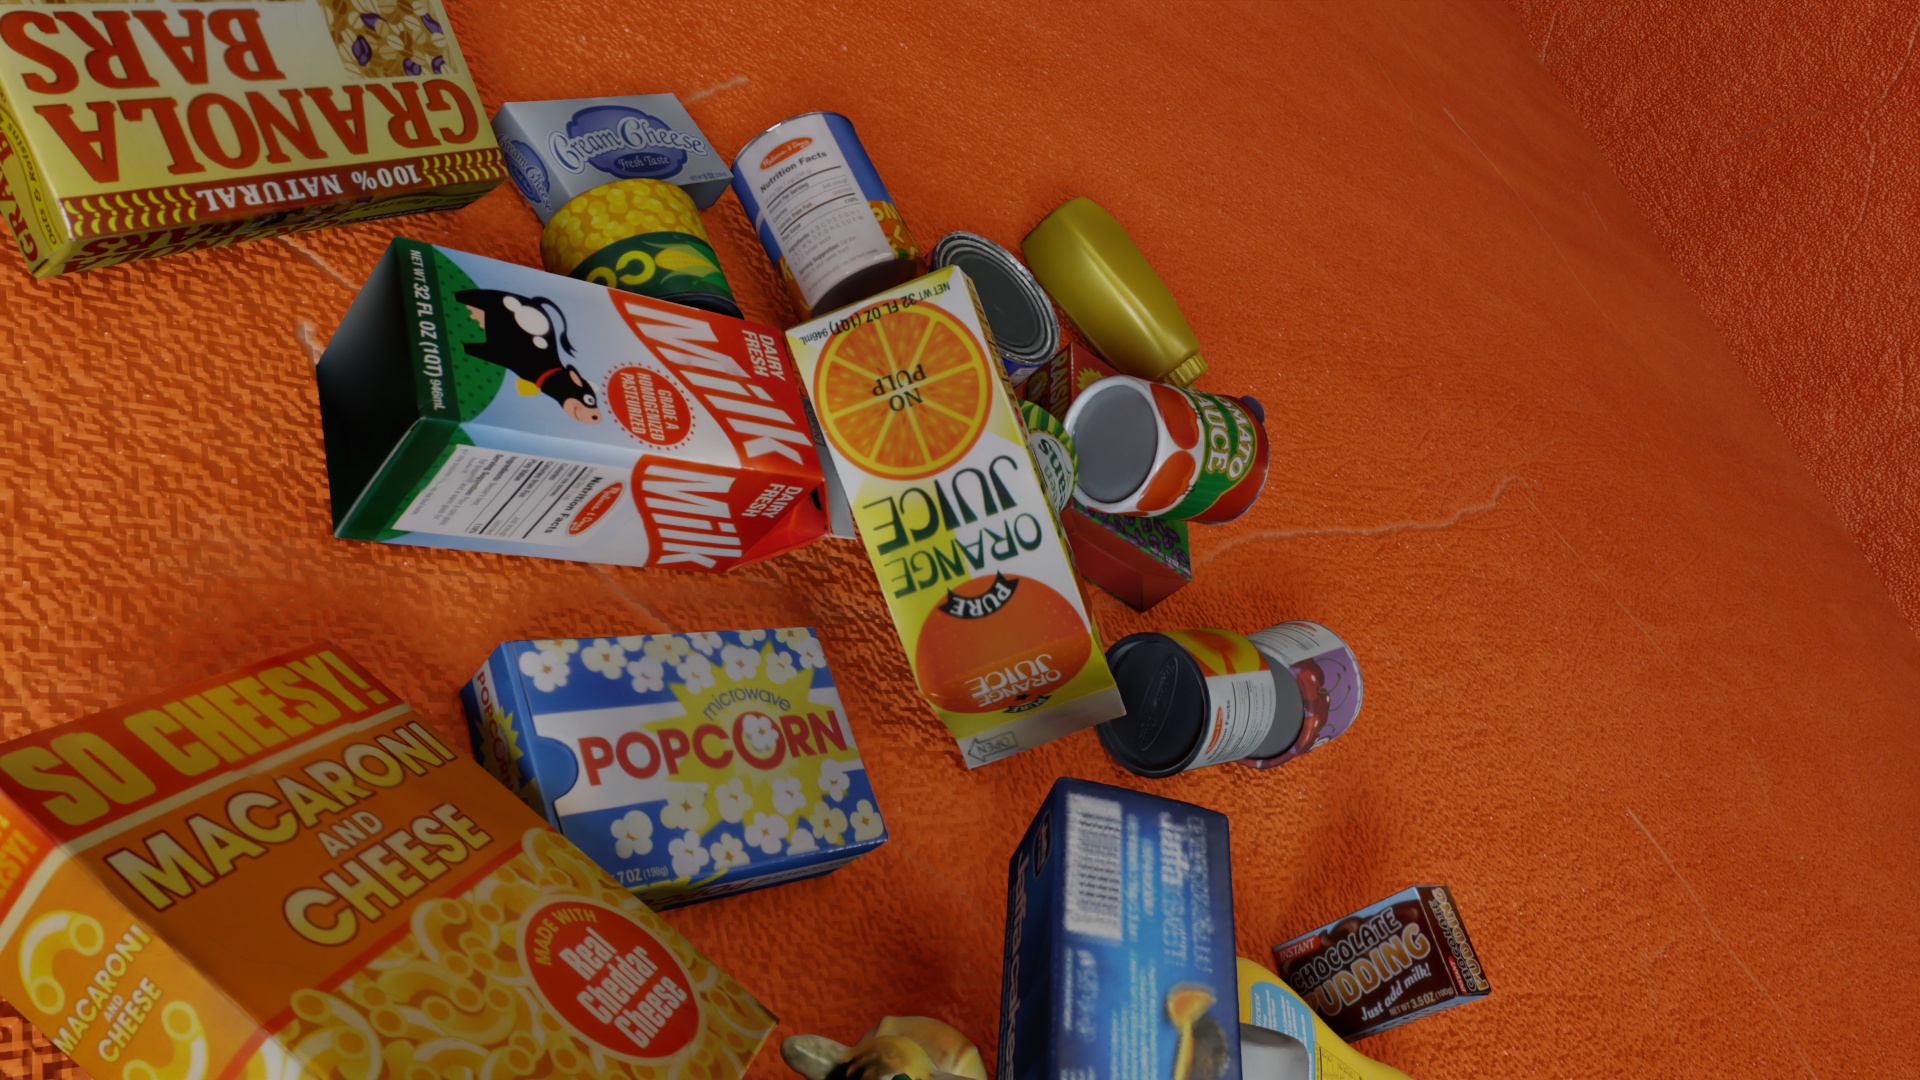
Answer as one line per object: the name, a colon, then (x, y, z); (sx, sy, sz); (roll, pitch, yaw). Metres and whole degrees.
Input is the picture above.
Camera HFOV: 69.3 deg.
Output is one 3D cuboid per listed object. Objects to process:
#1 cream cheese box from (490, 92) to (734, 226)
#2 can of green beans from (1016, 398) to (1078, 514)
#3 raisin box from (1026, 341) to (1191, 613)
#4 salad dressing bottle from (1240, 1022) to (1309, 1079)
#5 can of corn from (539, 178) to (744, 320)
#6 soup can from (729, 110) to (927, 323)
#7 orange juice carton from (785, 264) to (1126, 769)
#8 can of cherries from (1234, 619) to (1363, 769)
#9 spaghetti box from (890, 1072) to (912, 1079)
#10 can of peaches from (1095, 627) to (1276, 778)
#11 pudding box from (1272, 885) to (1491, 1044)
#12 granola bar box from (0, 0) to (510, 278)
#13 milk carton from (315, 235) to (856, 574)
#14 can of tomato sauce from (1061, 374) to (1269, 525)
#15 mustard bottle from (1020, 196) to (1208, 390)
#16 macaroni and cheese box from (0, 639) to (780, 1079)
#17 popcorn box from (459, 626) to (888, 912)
cream cheese box: (-0.154, -0.169, 0.615); (0.053, 0.024, 0.104); (53, 36, 5)
can of green beans: (0.015, -0.025, 0.636); (0.071, 0.071, 0.058); (47, 36, -7)
raisin box: (0.077, -0.035, 0.732); (0.086, 0.040, 0.124); (29, 43, -26)
salad dressing bottle: (0.084, 0.237, 0.458); (0.044, 0.064, 0.148); (10, 81, -7)
can of corn: (-0.128, -0.100, 0.548); (0.071, 0.071, 0.058); (-3, 61, -48)
soup can: (-0.062, -0.149, 0.662); (0.071, 0.071, 0.084); (-10, 68, -50)
orange juice carton: (0.002, -0.007, 0.560); (0.073, 0.072, 0.192); (-44, 114, -82)
can of cherries: (0.161, 0.080, 0.704); (0.058, 0.071, 0.071); (-10, 68, -50)
spaghetti box: (-0.092, 0.201, 0.253); (0.251, 0.029, 0.050); (-34, 127, -24)
can of peaches: (0.103, 0.073, 0.648); (0.058, 0.071, 0.071); (0, 60, -46)
pudding box: (0.186, 0.191, 0.620); (0.030, 0.083, 0.050); (13, 52, -40)
granola bar box: (-0.249, -0.165, 0.470); (0.166, 0.039, 0.124); (-32, 104, -53)
milk carton: (-0.119, -0.039, 0.500); (0.191, 0.073, 0.072); (8, 54, -43)
can of tomato sauce: (0.100, -0.044, 0.671); (0.083, 0.071, 0.071); (4, 57, -43)
mustard bottle: (0.103, -0.130, 0.832); (0.160, 0.048, 0.065); (53, 37, 1)
macaroni and cheese box: (-0.135, 0.102, 0.331); (0.166, 0.040, 0.124); (39, 12, 4)
popcorn box: (-0.092, 0.075, 0.462); (0.127, 0.038, 0.085); (1, 60, -47)
